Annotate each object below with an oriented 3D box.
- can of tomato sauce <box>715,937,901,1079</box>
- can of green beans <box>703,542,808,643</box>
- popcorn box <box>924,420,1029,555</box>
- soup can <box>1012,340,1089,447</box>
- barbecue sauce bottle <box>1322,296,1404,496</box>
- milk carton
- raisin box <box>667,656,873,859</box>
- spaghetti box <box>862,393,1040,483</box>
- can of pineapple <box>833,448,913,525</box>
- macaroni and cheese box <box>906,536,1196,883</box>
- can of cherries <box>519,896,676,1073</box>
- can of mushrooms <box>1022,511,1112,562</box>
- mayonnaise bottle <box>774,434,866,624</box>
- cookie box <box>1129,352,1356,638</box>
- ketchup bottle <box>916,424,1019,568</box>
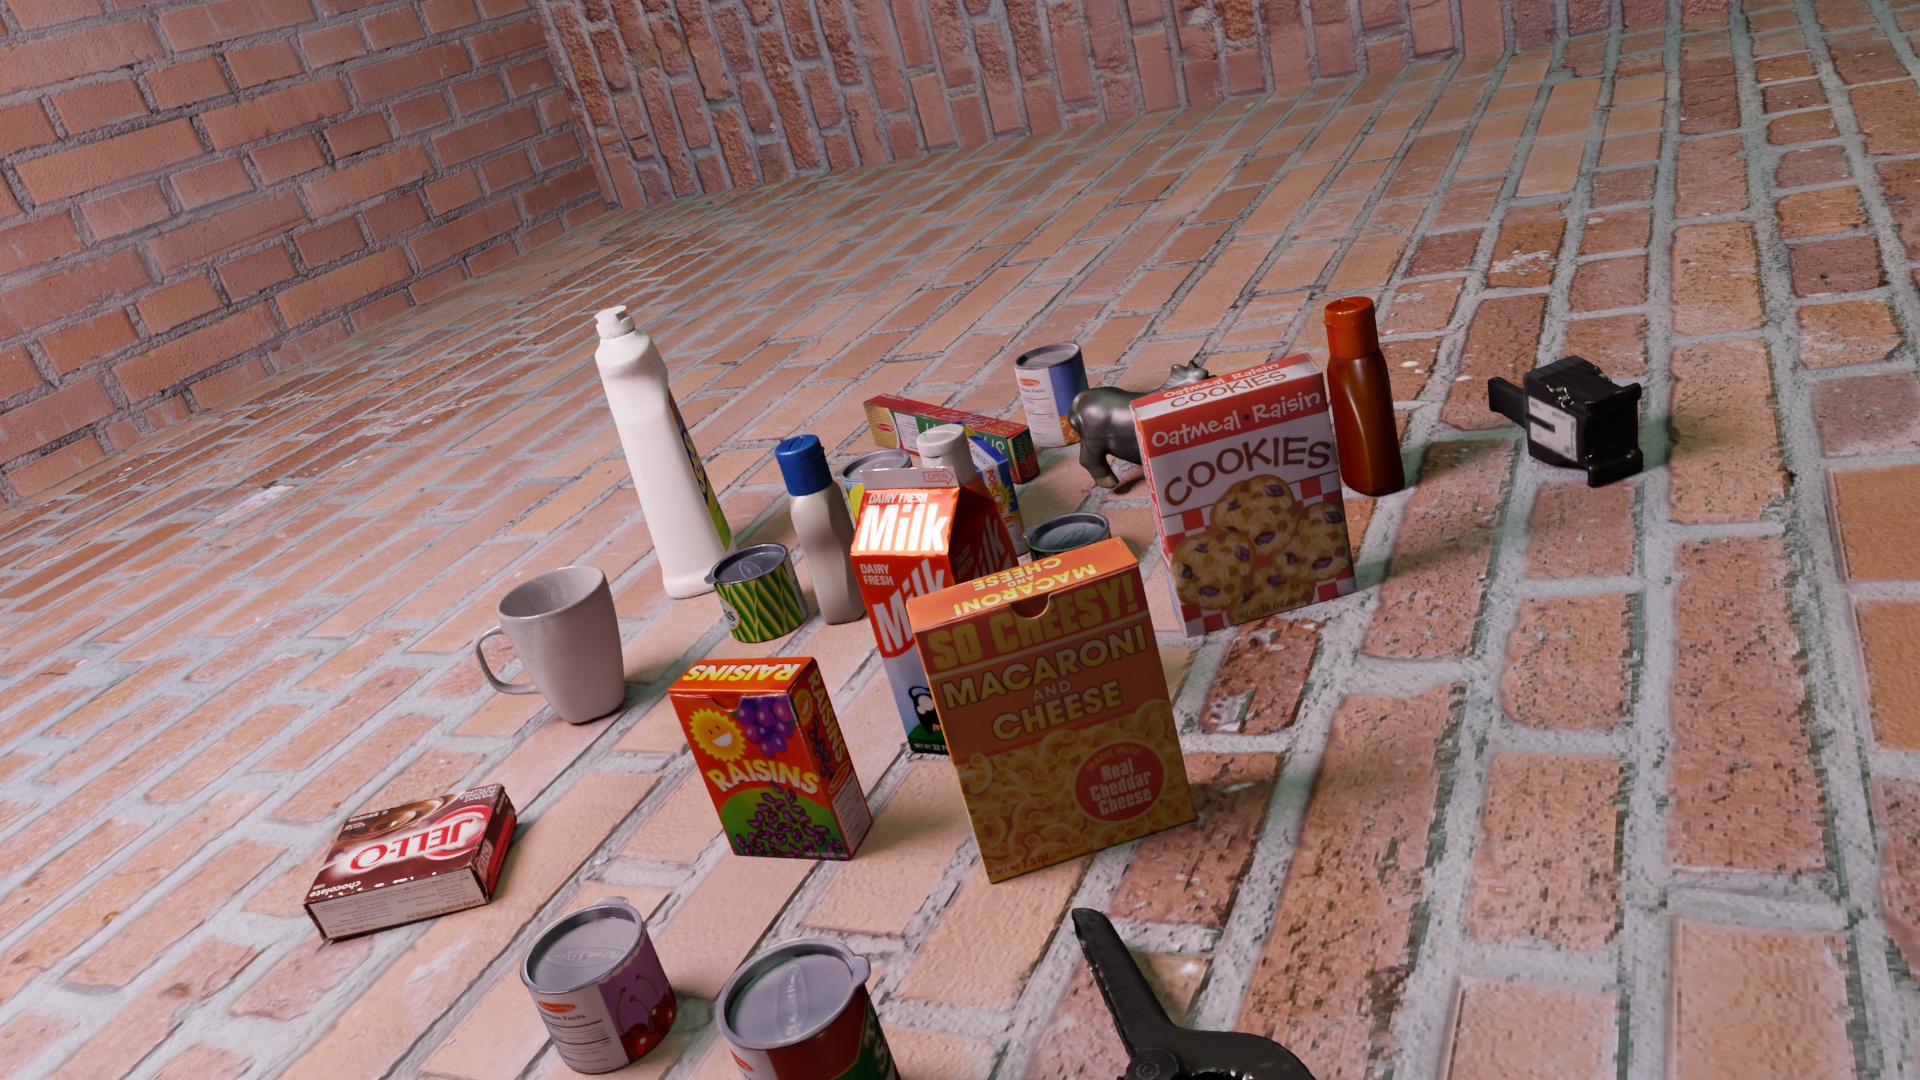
[{"bbox_3d":[-0.064,0.234,0.630,0.071,0.082,0.071,-13,24,6],"label":"can of tomato sauce"},{"bbox_3d":[-0.163,0.042,1.128,0.071,0.057,0.071,-13,24,6],"label":"can of green beans"},{"bbox_3d":[0.012,-0.042,1.171,0.038,0.085,0.127,-21,25,-11],"label":"popcorn box"},{"bbox_3d":[0.094,-0.141,1.335,0.071,0.083,0.071,-13,24,6],"label":"soup can"},{"bbox_3d":[0.307,-0.111,1.066,0.044,0.148,0.065,-17,24,-2],"label":"barbecue sauce bottle"},{"bbox_3d":[-0.010,0.039,0.883,0.072,0.189,0.074,-1,28,29],"label":"milk carton"},{"bbox_3d":[-0.113,0.131,0.830,0.086,0.123,0.040,-3,27,26],"label":"raisin box"},{"bbox_3d":[-0.013,-0.102,1.356,0.029,0.050,0.250,-29,28,-28],"label":"spaghetti box"},{"bbox_3d":[-0.072,-0.044,1.257,0.071,0.057,0.071,-13,24,6],"label":"can of pineapple"},{"bbox_3d":[0.052,0.094,0.757,0.124,0.165,0.040,-17,24,-3],"label":"macaroni and cheese box"},{"bbox_3d":[-0.188,0.234,0.734,0.071,0.058,0.072,-13,24,6],"label":"can of cherries"},{"bbox_3d":[0.085,0.007,1.086,0.071,0.033,0.071,-13,24,6],"label":"can of mushrooms"},{"bbox_3d":[-0.108,-0.010,1.099,0.041,0.147,0.065,-10,24,12],"label":"mayonnaise bottle"},{"bbox_3d":[0.191,-0.029,0.937,0.123,0.166,0.040,-15,24,1],"label":"cookie box"},{"bbox_3d":[0.004,-0.013,1.037,0.064,0.148,0.044,2,29,34],"label":"ketchup bottle"}]
